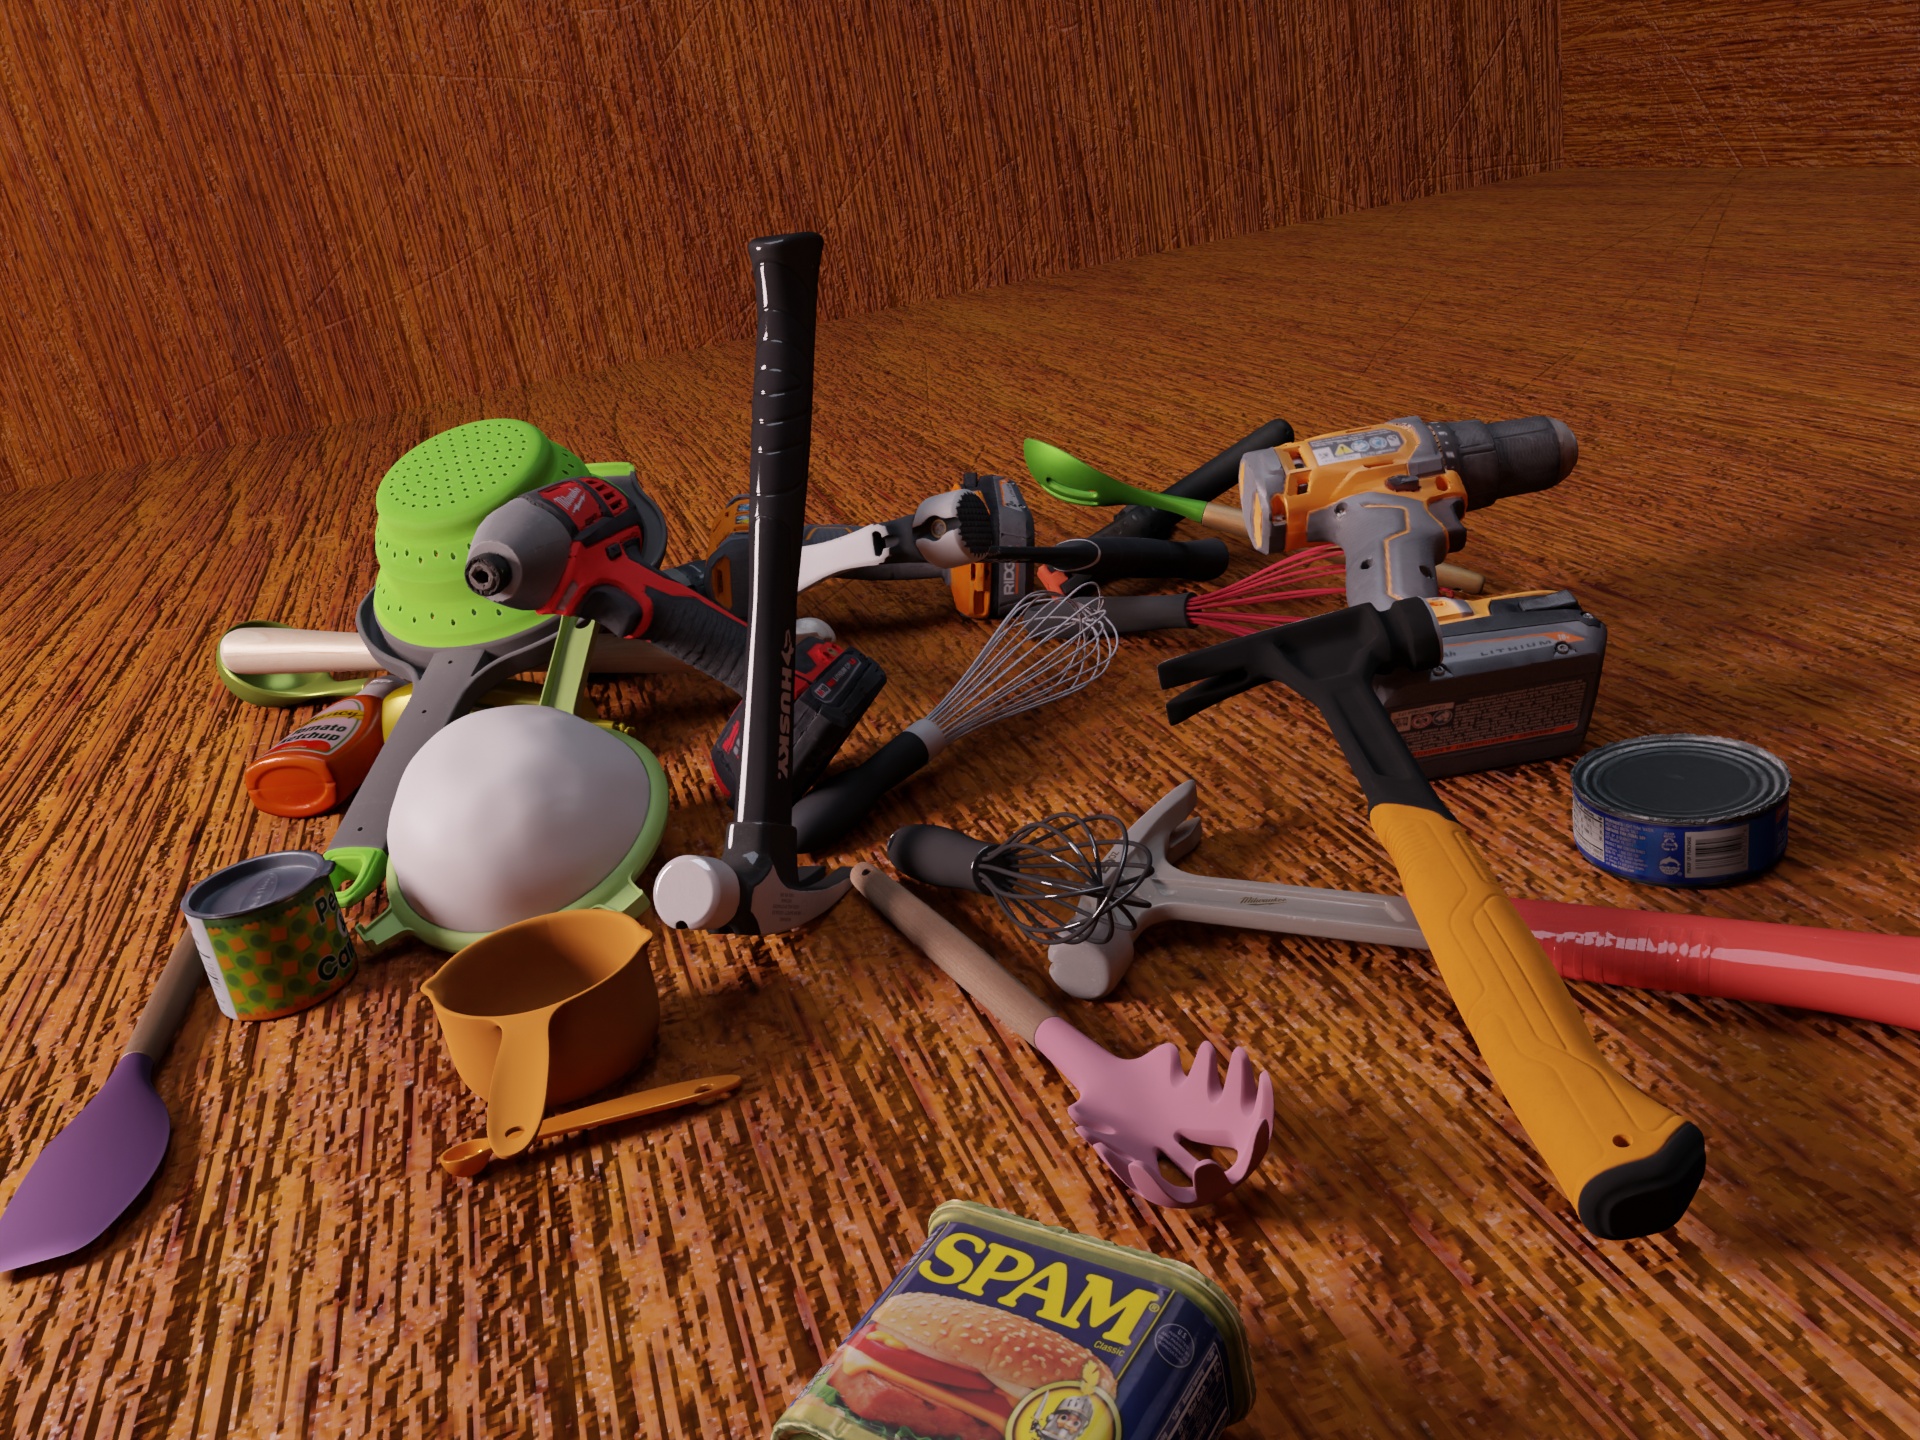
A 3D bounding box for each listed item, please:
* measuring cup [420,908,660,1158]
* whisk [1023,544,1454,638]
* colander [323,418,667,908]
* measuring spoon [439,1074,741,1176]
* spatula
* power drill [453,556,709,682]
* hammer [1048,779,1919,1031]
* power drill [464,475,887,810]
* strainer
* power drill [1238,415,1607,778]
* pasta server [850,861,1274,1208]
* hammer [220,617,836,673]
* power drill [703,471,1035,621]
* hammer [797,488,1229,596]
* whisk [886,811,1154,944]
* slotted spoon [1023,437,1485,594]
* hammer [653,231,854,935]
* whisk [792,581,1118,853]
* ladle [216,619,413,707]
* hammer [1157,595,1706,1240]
[{"bbox_3d":[-0.162,0.135,0.620,0.095,0.052,0.174,-12,22,-6],"label":"measuring cup"},{"bbox_3d":[0.161,-0.069,0.987,0.296,0.073,0.073,-1,23,38],"label":"whisk"},{"bbox_3d":[-0.307,-0.066,0.940,0.204,0.094,0.397,-4,43,14],"label":"colander"},{"bbox_3d":[-0.142,0.158,0.618,0.117,0.011,0.021,-12,8,-15],"label":"measuring spoon"},{"bbox_3d":[-0.371,0.145,0.735,0.060,0.018,0.316,-15,23,-7],"label":"spatula"},{"bbox_3d":[-0.270,-0.100,1.225,0.188,0.080,0.227,-26,30,-36],"label":"power drill"},{"bbox_3d":[0.221,0.079,0.617,0.359,0.036,0.149,3,25,31],"label":"hammer"},{"bbox_3d":[-0.158,-0.046,0.853,0.219,0.078,0.143,36,21,0],"label":"power drill"},{"bbox_3d":[-0.227,0.001,0.835,0.151,0.069,0.257,-7,46,9],"label":"strainer"},{"bbox_3d":[0.261,-0.082,0.836,0.185,0.084,0.226,-10,44,0],"label":"power drill"},{"bbox_3d":[0.020,0.107,0.632,0.060,0.040,0.316,-30,26,-17],"label":"pasta server"},{"bbox_3d":[-0.297,-0.044,1.040,0.410,0.038,0.146,0,6,10],"label":"hammer"},{"bbox_3d":[-0.068,-0.129,1.149,0.226,0.084,0.164,-2,25,-6],"label":"power drill"},{"bbox_3d":[0.054,-0.097,0.958,0.149,0.036,0.408,-10,-2,35],"label":"hammer"},{"bbox_3d":[0.015,0.061,0.682,0.055,0.055,0.239,-19,7,-21],"label":"whisk"},{"bbox_3d":[0.185,-0.130,1.042,0.314,0.031,0.070,17,-7,14],"label":"slotted spoon"},{"bbox_3d":[-0.084,-0.068,0.744,0.035,0.335,0.146,-1,-8,20],"label":"hammer"},{"bbox_3d":[-0.002,-0.002,0.896,0.070,0.070,0.284,9,34,40],"label":"whisk"},{"bbox_3d":[-0.408,-0.033,1.145,0.320,0.062,0.078,4,25,26],"label":"ladle"},{"bbox_3d":[0.170,0.054,0.595,0.127,0.034,0.337,-15,32,2],"label":"hammer"}]
